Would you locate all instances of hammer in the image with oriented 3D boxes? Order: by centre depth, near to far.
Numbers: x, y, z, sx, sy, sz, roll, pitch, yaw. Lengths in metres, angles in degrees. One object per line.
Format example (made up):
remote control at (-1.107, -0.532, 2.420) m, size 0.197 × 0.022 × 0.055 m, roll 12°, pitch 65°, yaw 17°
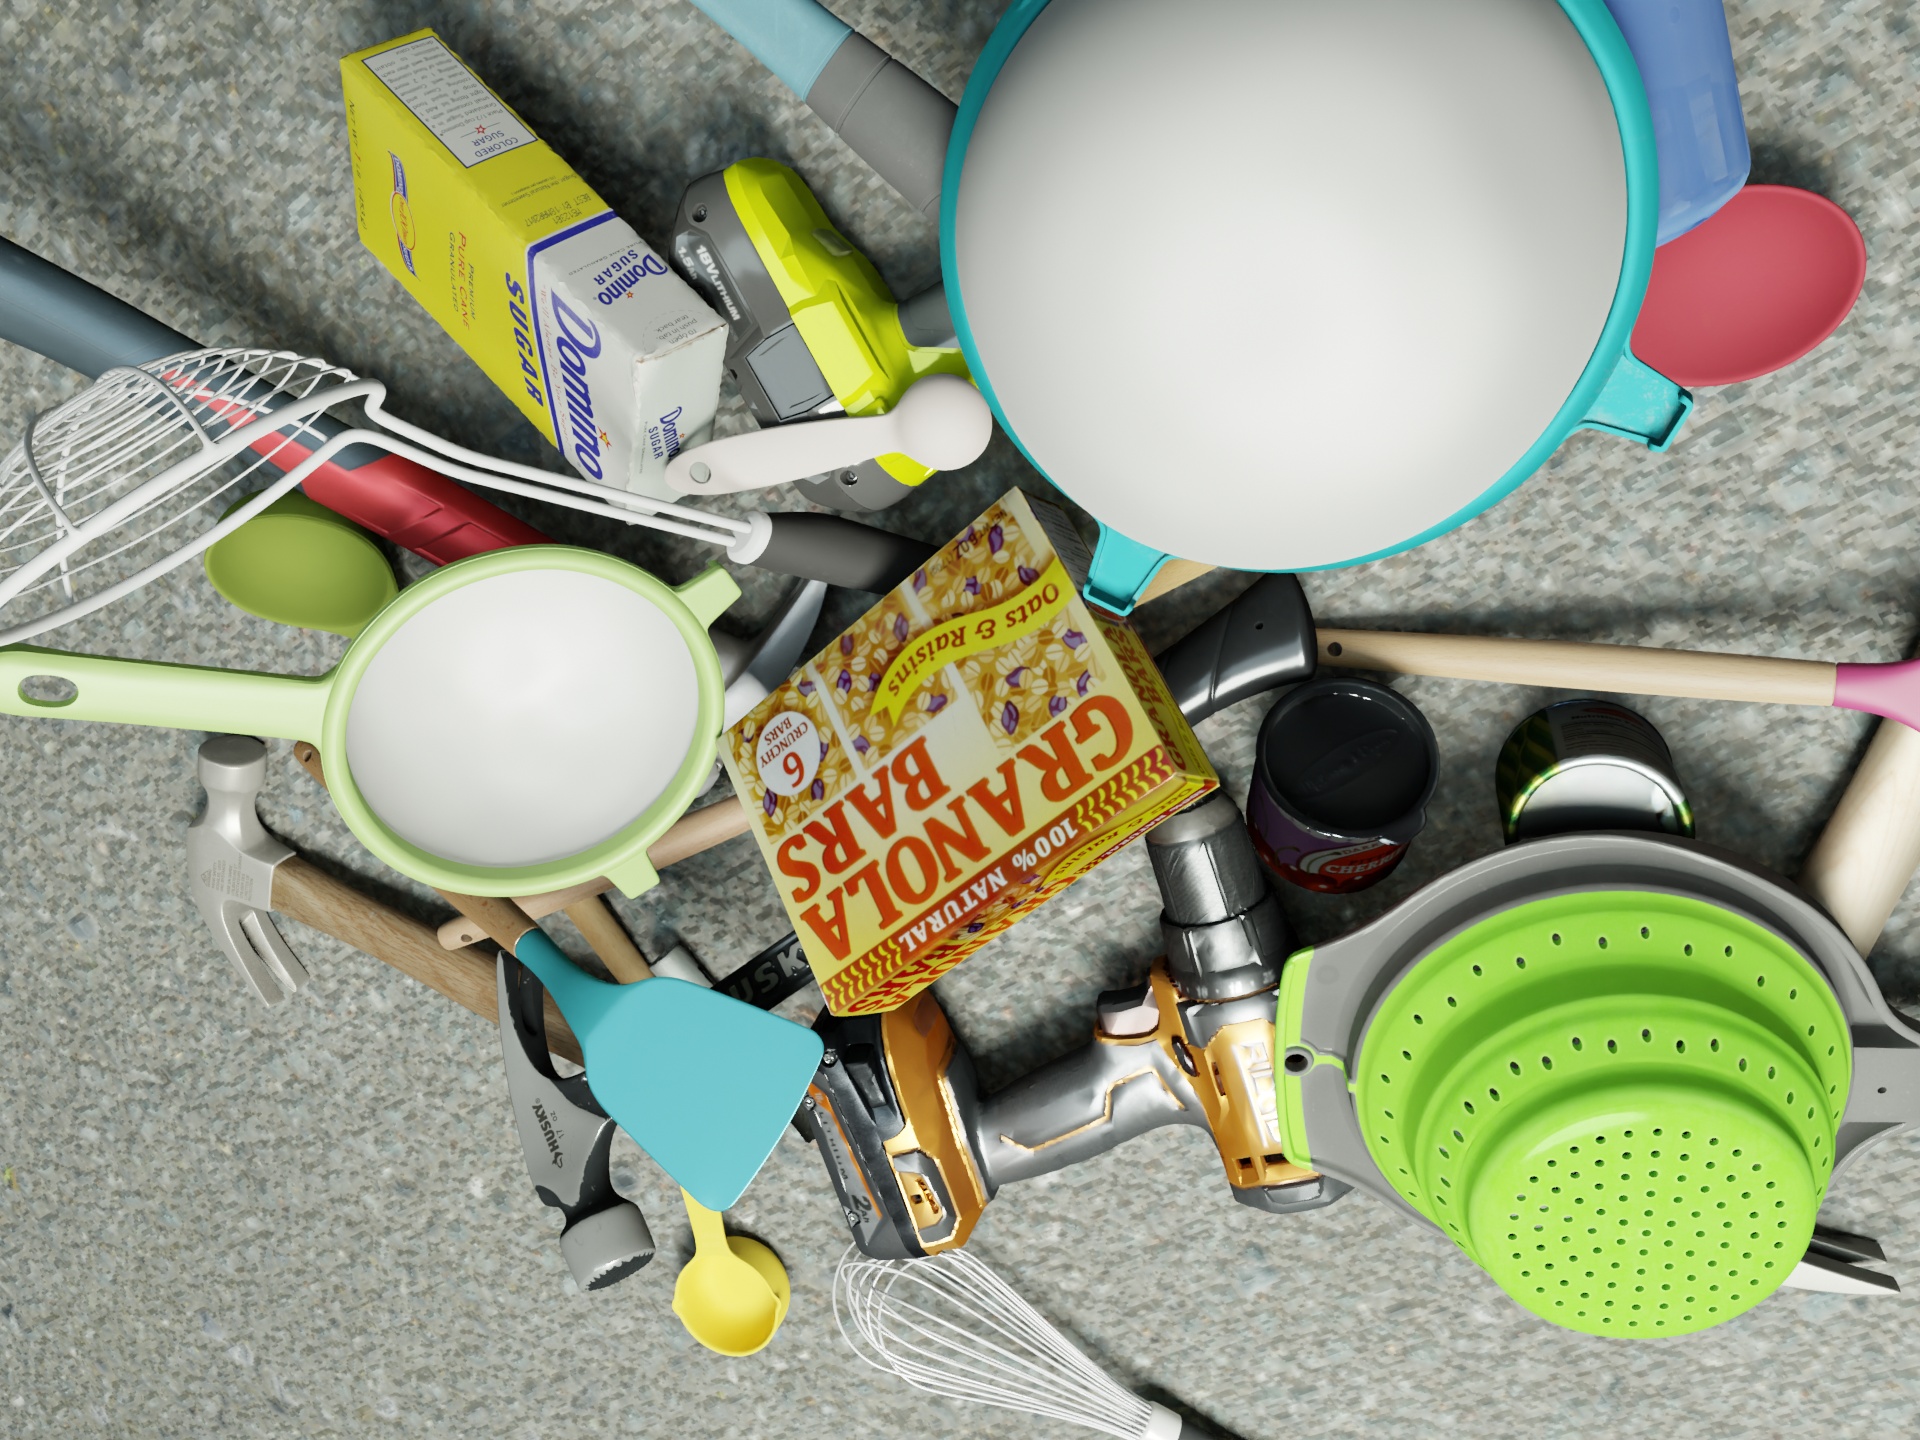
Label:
hammer at (-0.032, -0.203, 0.519) m, size 0.331 × 0.033 × 0.128 m, roll 39°, pitch 110°, yaw -4°
hammer at (0.350, 0.036, 0.584) m, size 0.146 × 0.038 × 0.410 m, roll 17°, pitch 114°, yaw 7°
hammer at (-0.238, -0.111, 0.638) m, size 0.386 × 0.038 × 0.143 m, roll 30°, pitch 116°, yaw -14°
hammer at (-0.029, 0.067, 0.654) m, size 0.409 × 0.036 × 0.149 m, roll -36°, pitch 67°, yaw 12°
hammer at (-0.236, 0.126, 0.768) m, size 0.331 × 0.031 × 0.130 m, roll 23°, pitch 117°, yaw 13°

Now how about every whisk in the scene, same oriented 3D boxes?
whisk at (0.067, 0.327, 0.770) m, size 0.284 × 0.070 × 0.070 m, roll 28°, pitch 116°, yaw -2°

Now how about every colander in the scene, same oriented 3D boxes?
colander at (0.313, 0.147, 0.555) m, size 0.397 × 0.095 × 0.204 m, roll -1°, pitch 116°, yaw 9°

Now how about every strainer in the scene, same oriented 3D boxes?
strainer at (0.059, -0.178, 0.422) m, size 0.211 × 0.095 × 0.340 m, roll -16°, pitch 113°, yaw 24°
strainer at (-0.219, -0.014, 0.598) m, size 0.256 × 0.069 × 0.151 m, roll 6°, pitch 116°, yaw -29°

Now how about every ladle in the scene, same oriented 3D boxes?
ladle at (0.164, -0.100, 0.589) m, size 0.315 × 0.031 × 0.069 m, roll -26°, pitch 111°, yaw 25°
ladle at (-0.225, 0.031, 0.733) m, size 0.078 × 0.062 × 0.320 m, roll -27°, pitch 104°, yaw 27°

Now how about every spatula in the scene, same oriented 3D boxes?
spatula at (-0.196, 0.086, 0.690) m, size 0.318 × 0.044 × 0.082 m, roll 32°, pitch 92°, yaw 31°
spatula at (-0.097, 0.039, 0.694) m, size 0.316 × 0.018 × 0.059 m, roll -23°, pitch 124°, yaw 14°

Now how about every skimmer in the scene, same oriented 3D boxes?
skimmer at (-0.119, -0.046, 0.527) m, size 0.127 × 0.363 × 0.090 m, roll -23°, pitch 67°, yaw 44°

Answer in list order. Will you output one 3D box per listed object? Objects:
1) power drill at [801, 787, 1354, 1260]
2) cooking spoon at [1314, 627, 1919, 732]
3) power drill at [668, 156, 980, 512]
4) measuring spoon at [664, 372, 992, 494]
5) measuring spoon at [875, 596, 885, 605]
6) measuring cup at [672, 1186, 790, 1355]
power drill at (0.045, 0.133, 0.686) m, size 0.226 × 0.084 × 0.185 m, roll -15°, pitch 104°, yaw 16°
cooking spoon at (0.279, -0.015, 0.561) m, size 0.319 × 0.017 × 0.068 m, roll 6°, pitch 105°, yaw 25°
power drill at (0.016, -0.187, 0.571) m, size 0.223 × 0.080 × 0.171 m, roll -26°, pitch 102°, yaw 19°
measuring spoon at (-0.050, -0.095, 0.564) m, size 0.124 × 0.018 × 0.034 m, roll -9°, pitch 113°, yaw 14°
measuring spoon at (-0.001, -0.002, 0.634) m, size 0.042 × 0.021 × 0.129 m, roll -44°, pitch 55°, yaw 20°
measuring cup at (-0.124, 0.244, 0.809) m, size 0.062 × 0.029 × 0.156 m, roll -9°, pitch 96°, yaw 19°
